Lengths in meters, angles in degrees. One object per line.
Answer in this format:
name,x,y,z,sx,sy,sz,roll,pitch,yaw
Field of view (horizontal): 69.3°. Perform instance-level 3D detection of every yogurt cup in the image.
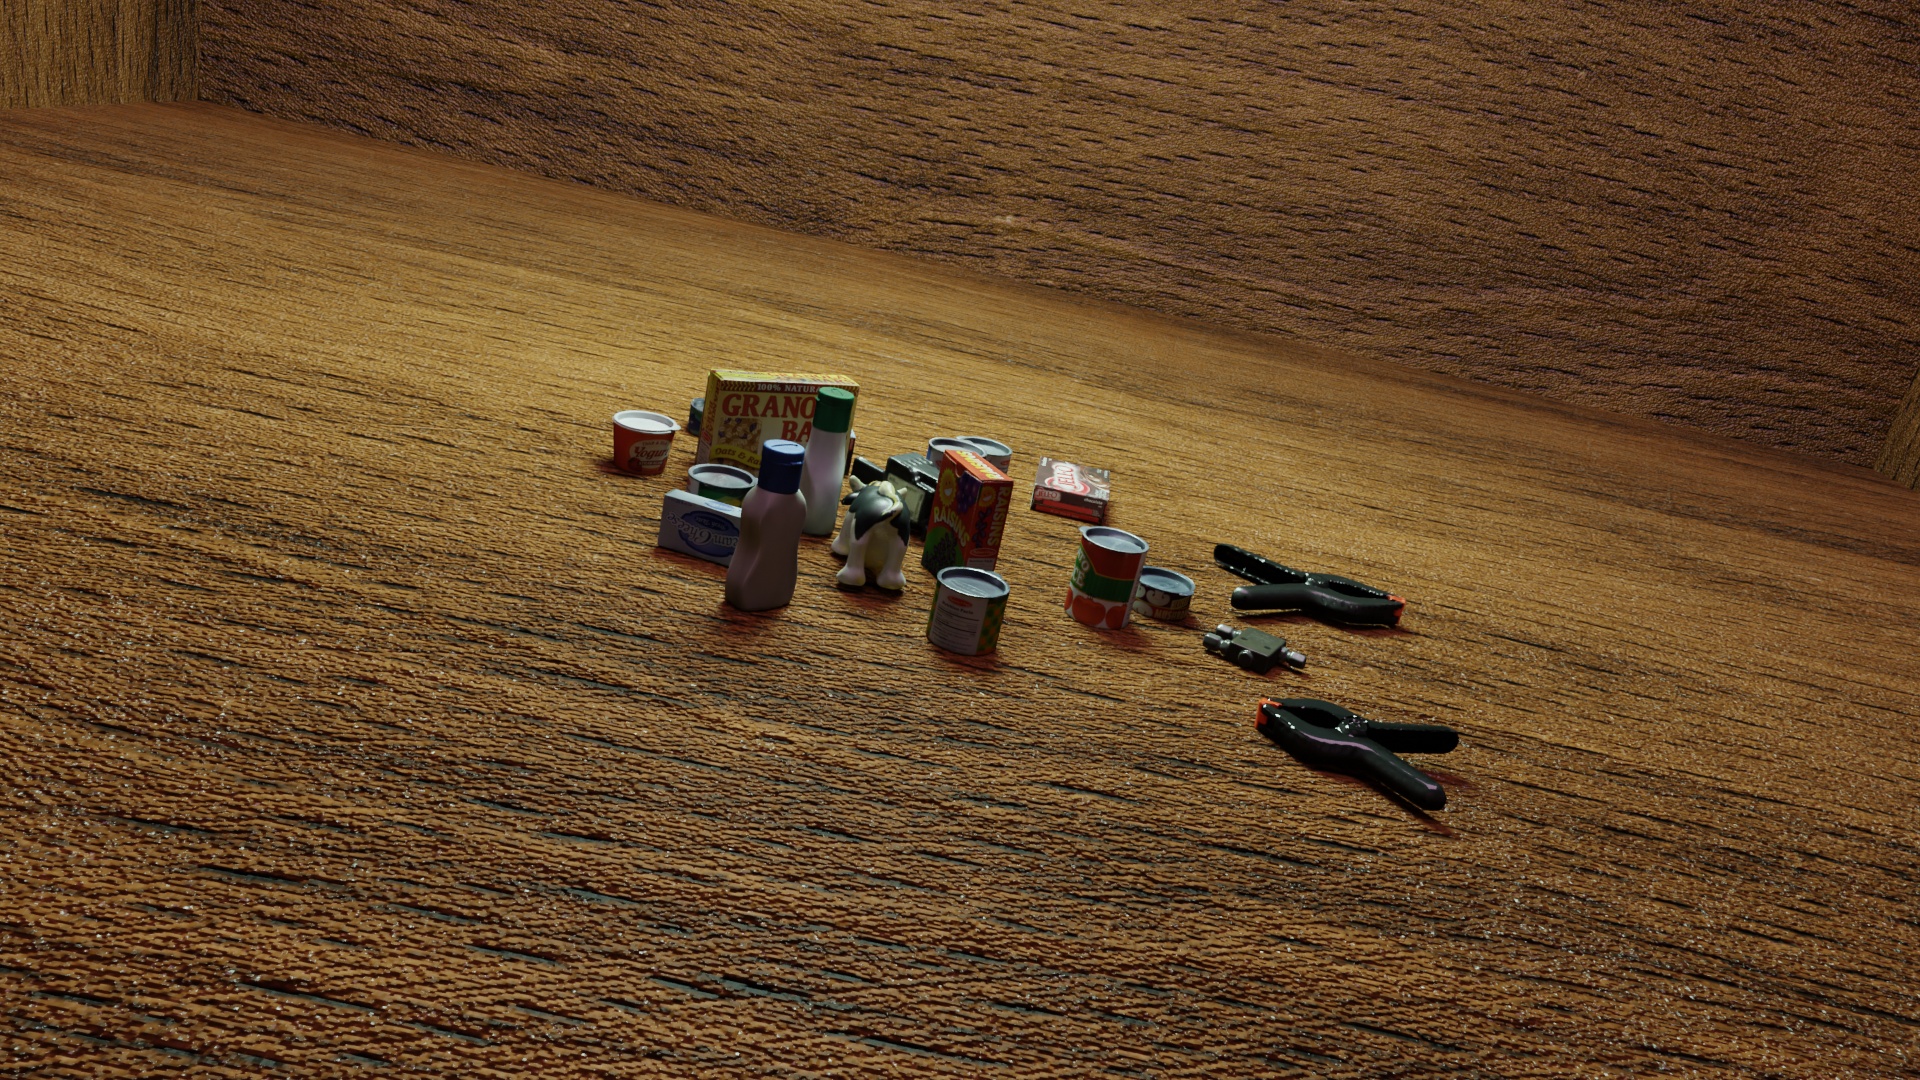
yogurt cup,-0.343,-0.105,1.496,0.072,0.053,0.072,11,19,-4

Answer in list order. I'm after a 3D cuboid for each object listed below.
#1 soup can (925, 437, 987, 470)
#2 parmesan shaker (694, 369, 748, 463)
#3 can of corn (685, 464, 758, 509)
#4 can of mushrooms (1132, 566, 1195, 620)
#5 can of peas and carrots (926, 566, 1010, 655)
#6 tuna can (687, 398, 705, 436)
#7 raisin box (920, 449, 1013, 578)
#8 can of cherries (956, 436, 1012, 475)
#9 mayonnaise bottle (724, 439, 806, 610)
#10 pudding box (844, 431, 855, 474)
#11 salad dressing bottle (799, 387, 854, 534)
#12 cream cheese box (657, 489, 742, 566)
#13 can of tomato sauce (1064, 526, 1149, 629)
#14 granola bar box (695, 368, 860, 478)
soup can,-0.010,-0.065,1.545,0.071,0.083,0.071,11,19,-4
parmesan shaker,-0.256,-0.133,1.553,0.071,0.102,0.071,11,19,-4
can of corn,-0.236,-0.037,1.367,0.071,0.058,0.071,11,19,-4
can of mushrooms,0.205,0.055,1.420,0.071,0.033,0.071,11,20,-4
can of peas and carrots,0.007,0.062,1.242,0.071,0.058,0.071,11,19,-4
tuna can,-0.295,-0.145,1.668,0.071,0.032,0.071,11,20,-4
raisin box,0.005,-0.017,1.362,0.040,0.123,0.086,2,22,-29
can of cherries,0.022,-0.088,1.663,0.071,0.058,0.072,11,19,-4
mayonnaise bottle,-0.165,-0.013,1.212,0.041,0.147,0.065,28,24,37
pudding box,-0.148,-0.116,1.650,0.030,0.049,0.084,7,20,-16
salad dressing bottle,-0.139,-0.081,1.415,0.044,0.147,0.064,5,21,-21
cream cheese box,-0.229,-0.008,1.299,0.104,0.053,0.024,16,19,10
can of tomato sauce,0.140,0.036,1.359,0.071,0.082,0.071,11,19,-4
granola bar box,-0.201,-0.121,1.521,0.166,0.123,0.039,-1,23,-34
